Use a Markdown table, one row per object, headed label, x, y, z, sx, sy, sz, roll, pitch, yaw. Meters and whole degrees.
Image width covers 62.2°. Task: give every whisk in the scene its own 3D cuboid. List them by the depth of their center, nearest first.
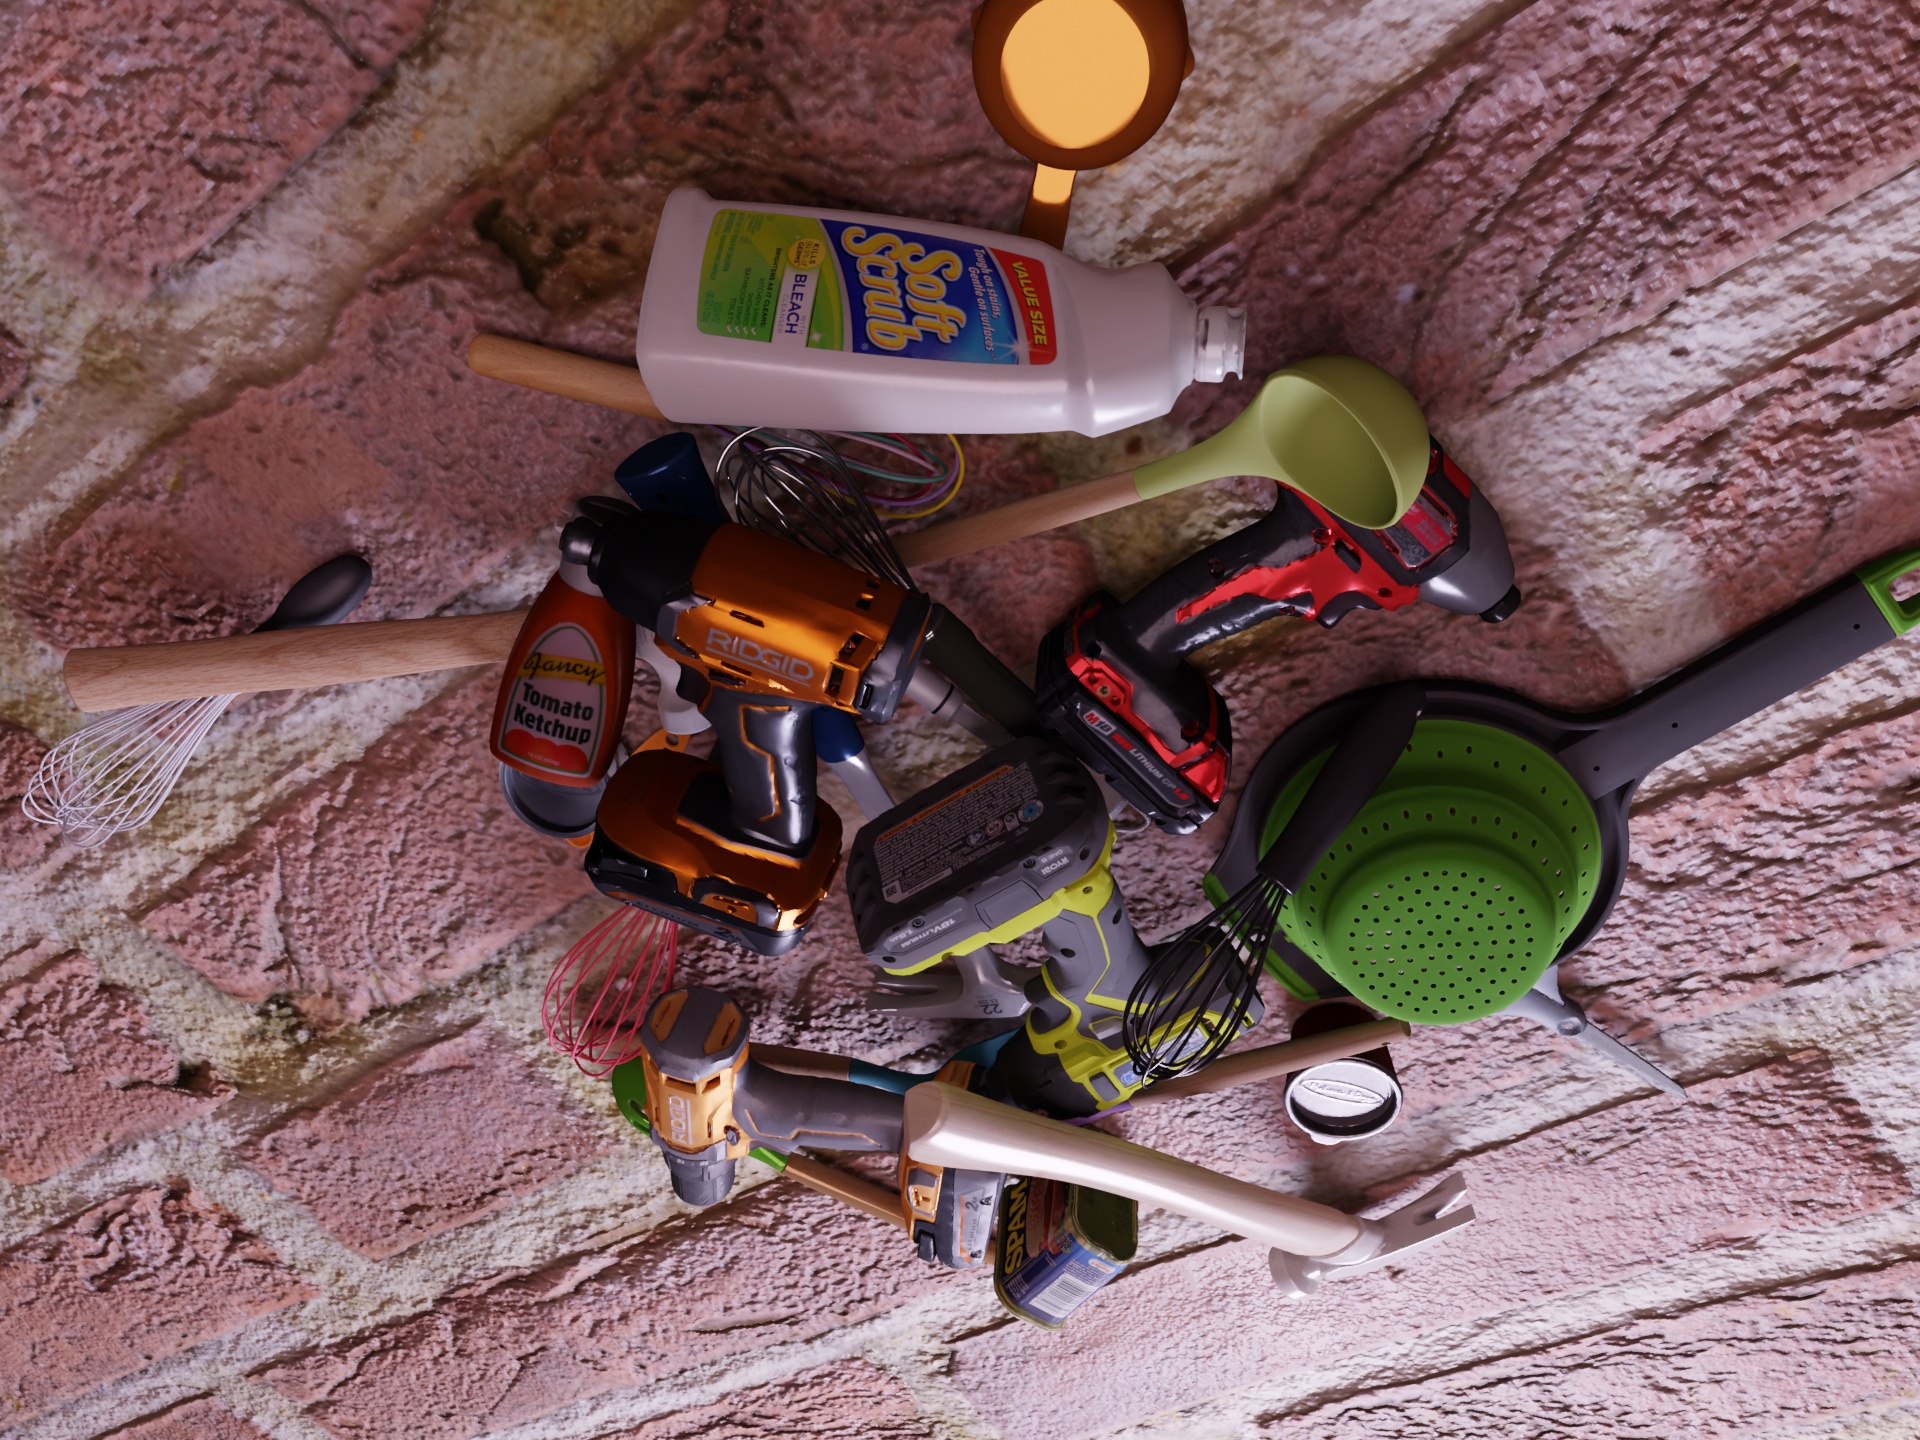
| label | x | y | z | sx | sy | sz | roll | pitch | yaw |
| --- | --- | --- | --- | --- | --- | --- | --- | --- | --- |
| whisk | -0.118 | -0.144 | 0.761 | 0.245 | 0.051 | 0.047 | 14 | 131 | 2 |
| whisk | -0.022 | -0.053 | 0.765 | 0.059 | 0.058 | 0.246 | -42 | 120 | 11 |
| whisk | 0.155 | 0.079 | 0.776 | 0.055 | 0.055 | 0.239 | 37 | 87 | -17 |
| whisk | -0.427 | -0.011 | 0.892 | 0.284 | 0.070 | 0.070 | -33 | 114 | 22 |
| whisk | -0.175 | 0.103 | 0.930 | 0.073 | 0.073 | 0.295 | 27 | 118 | -10 |

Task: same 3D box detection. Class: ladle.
| label | x | y | z | sx | sy | sz | roll | pitch | yaw |
| --- | --- | --- | --- | --- | --- | --- | --- | --- | --- |
| ladle | 0.055 | -0.094 | 0.719 | 0.320 | 0.062 | 0.078 | -12 | 125 | 35 |

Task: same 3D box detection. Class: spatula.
| label | x | y | z | sx | sy | sz | roll | pitch | yaw |
| --- | --- | --- | --- | --- | --- | --- | --- | --- | --- |
| spatula | 0.126 | 0.220 | 0.952 | 0.316 | 0.018 | 0.059 | -25 | 147 | 36 |
| spatula | -0.091 | 0.213 | 1.015 | 0.317 | 0.044 | 0.082 | 5 | 127 | 11 |

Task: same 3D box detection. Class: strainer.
| label | x | y | z | sx | sy | sz | roll | pitch | yaw |
| --- | --- | --- | --- | --- | --- | --- | --- | --- | --- |
| strainer | -0.001 | -0.003 | 0.843 | 0.258 | 0.050 | 0.087 | 36 | 119 | -12 |

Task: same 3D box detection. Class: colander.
| label | x | y | z | sx | sy | sz | roll | pitch | yaw |
| --- | --- | --- | --- | --- | --- | --- | --- | --- | --- |
| colander | 0.304 | 0.046 | 0.787 | 0.397 | 0.095 | 0.204 | -35 | 107 | 25 |

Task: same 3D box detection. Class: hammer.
| label | x | y | z | sx | sy | sz | roll | pitch | yaw |
| --- | --- | --- | --- | --- | --- | --- | --- | --- | --- |
| hammer | -0.301 | -0.040 | 0.835 | 0.331 | 0.031 | 0.130 | -6 | 121 | 0 |
| hammer | -0.062 | 0.026 | 0.842 | 0.144 | 0.035 | 0.405 | -12 | 127 | 25 |
| hammer | 0.134 | 0.265 | 0.917 | 0.410 | 0.038 | 0.146 | 27 | 129 | -37 |

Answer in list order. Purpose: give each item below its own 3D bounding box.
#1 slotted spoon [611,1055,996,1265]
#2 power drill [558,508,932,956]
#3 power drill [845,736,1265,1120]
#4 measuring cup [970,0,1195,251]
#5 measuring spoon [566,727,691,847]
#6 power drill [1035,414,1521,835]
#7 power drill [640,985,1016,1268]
| label | x | y | z | sx | sy | sz | roll | pitch | yaw |
| --- | --- | --- | --- | --- | --- | --- | --- | --- | --- |
| slotted spoon | -0.095 | 0.308 | 1.078 | 0.313 | 0.031 | 0.070 | 28 | 123 | -12 |
| power drill | -0.116 | 0.001 | 0.750 | 0.164 | 0.084 | 0.226 | 21 | 134 | 0 |
| power drill | 0.042 | 0.126 | 0.826 | 0.171 | 0.080 | 0.223 | -30 | 129 | 9 |
| measuring cup | 0.040 | -0.235 | 0.667 | 0.095 | 0.052 | 0.173 | 12 | 124 | 0 |
| measuring spoon | -0.191 | 0.036 | 0.916 | 0.021 | 0.011 | 0.117 | 44 | 116 | -9 |
| power drill | 0.152 | -0.050 | 0.767 | 0.143 | 0.079 | 0.219 | 40 | 118 | -18 |
| power drill | -0.085 | 0.260 | 0.971 | 0.226 | 0.084 | 0.185 | 14 | 132 | 8 |
